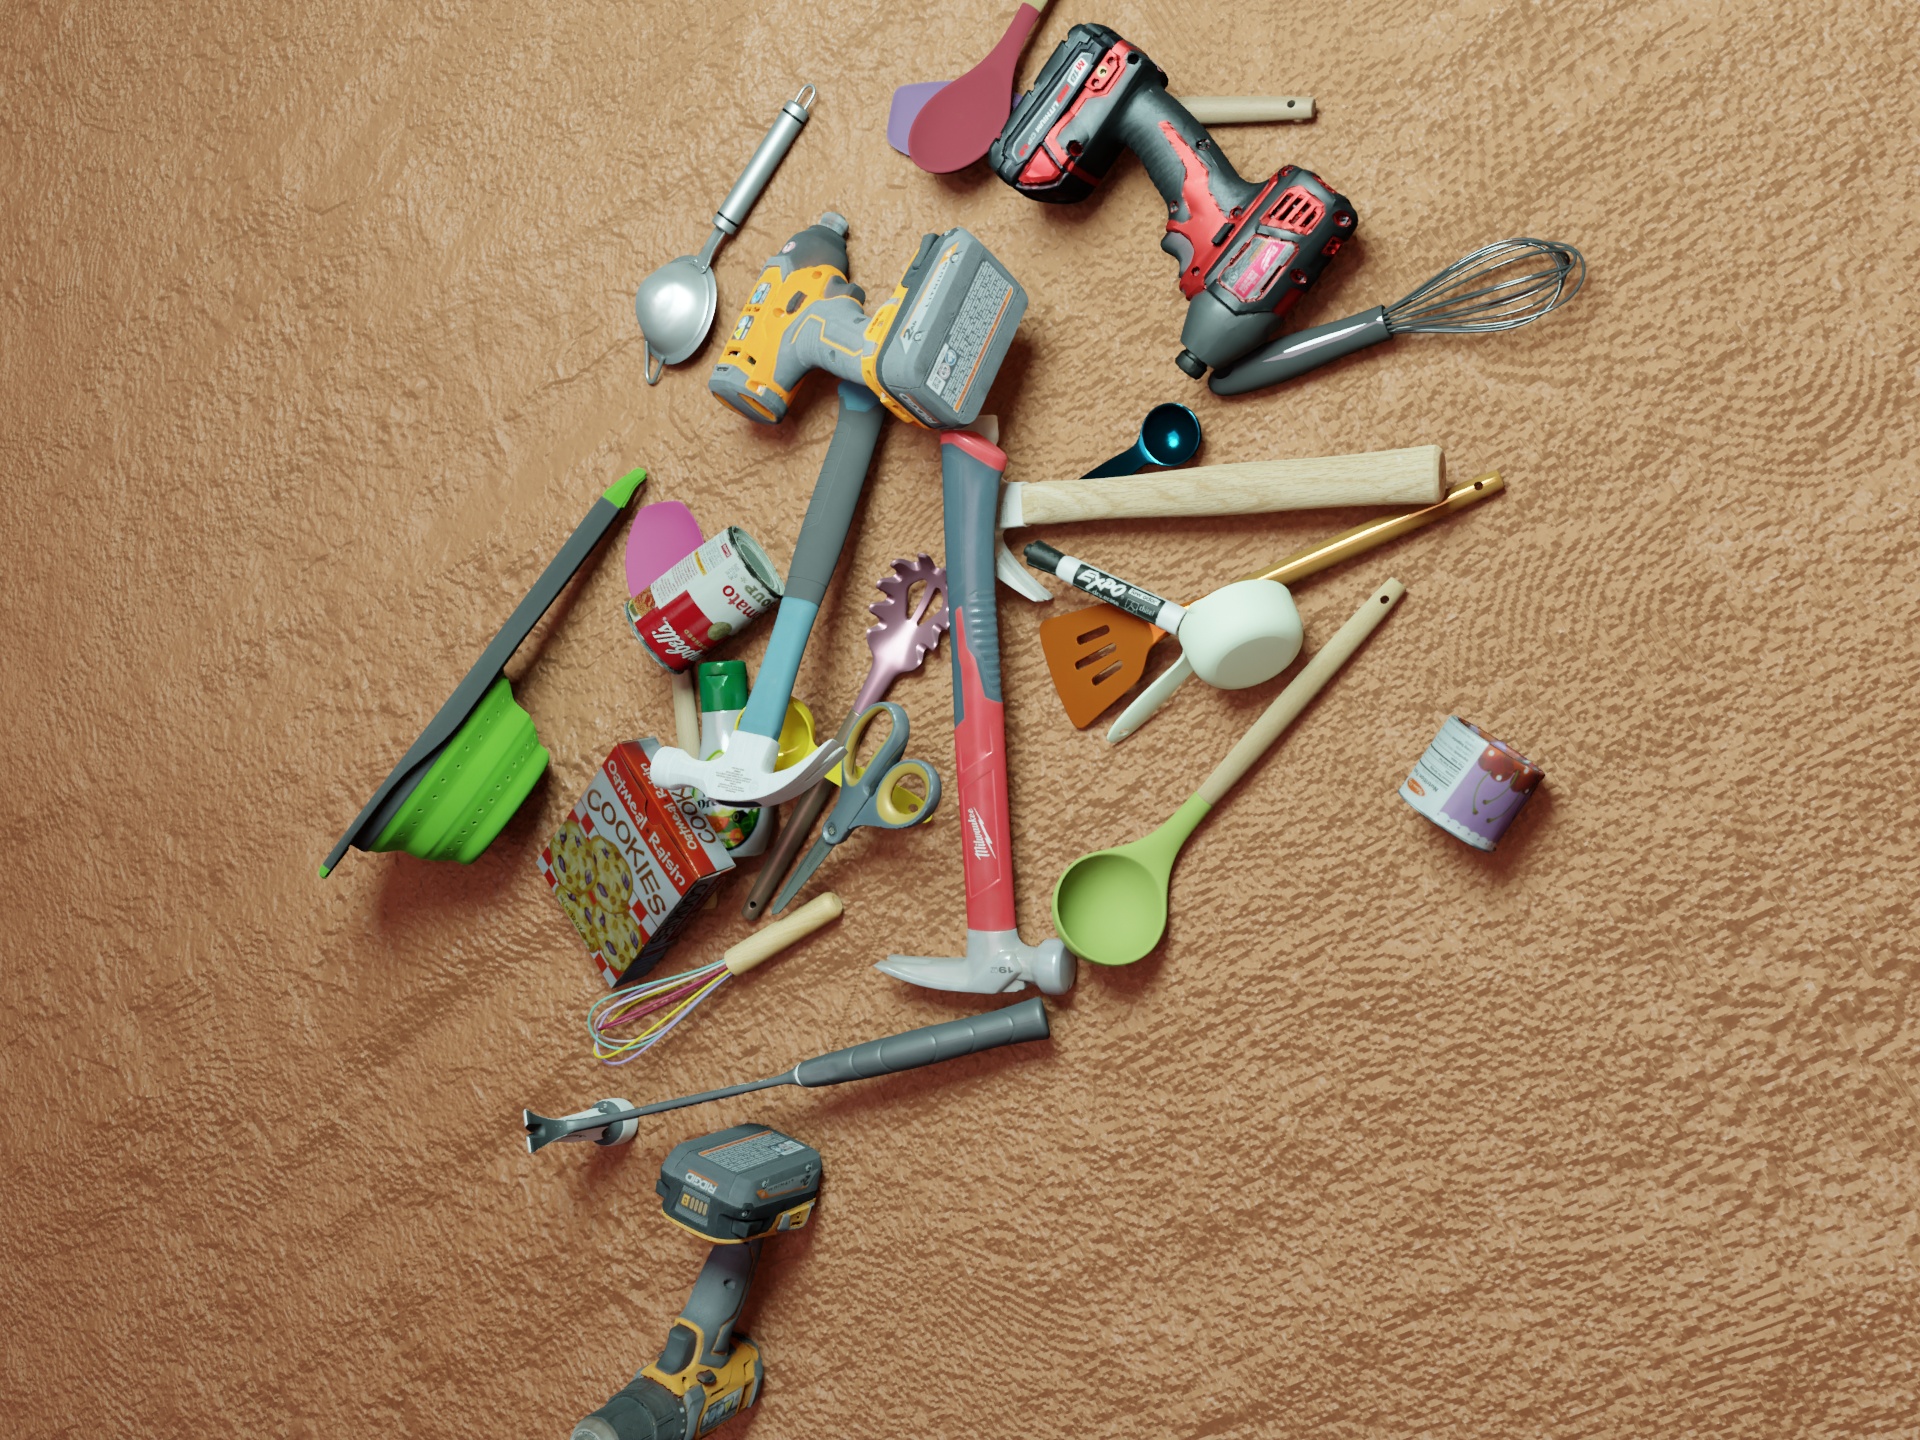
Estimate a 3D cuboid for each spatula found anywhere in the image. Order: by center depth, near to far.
[{"bbox_3d":[0.197,-0.089,1.041,0.322,0.041,0.081,-23,80,19],"label":"spatula"},{"bbox_3d":[0.087,-0.415,1.092,0.316,0.018,0.060,9,90,26],"label":"spatula"}]

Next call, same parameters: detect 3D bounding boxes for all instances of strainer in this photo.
[{"bbox_3d":[-0.186,-0.374,1.213,0.087,0.050,0.258,44,105,34],"label":"strainer"}]

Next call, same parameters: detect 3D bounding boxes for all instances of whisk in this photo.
[{"bbox_3d":[0.266,-0.246,0.996,0.239,0.055,0.055,-14,84,29],"label":"whisk"},{"bbox_3d":[-0.191,0.193,1.216,0.245,0.047,0.051,-32,89,18],"label":"whisk"}]

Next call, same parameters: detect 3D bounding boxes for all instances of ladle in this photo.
[{"bbox_3d":[0.176,0.034,1.033,0.078,0.062,0.320,41,104,3],"label":"ladle"},{"bbox_3d":[0.060,-0.513,1.091,0.069,0.031,0.315,34,98,25],"label":"ladle"}]

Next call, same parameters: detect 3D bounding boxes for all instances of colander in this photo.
[{"bbox_3d":[-0.343,-0.019,1.256,0.094,0.204,0.397,37,90,-14],"label":"colander"}]

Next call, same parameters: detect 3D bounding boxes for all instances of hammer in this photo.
[{"bbox_3d":[0.146,-0.146,1.040,0.331,0.031,0.130,0,99,28],"label":"hammer"},{"bbox_3d":[-0.002,-0.004,1.097,0.143,0.038,0.386,-1,97,24],"label":"hammer"},{"bbox_3d":[-0.110,-0.096,1.125,0.128,0.033,0.331,13,77,19],"label":"hammer"},{"bbox_3d":[-0.127,0.257,1.147,0.409,0.149,0.036,-17,75,17],"label":"hammer"}]

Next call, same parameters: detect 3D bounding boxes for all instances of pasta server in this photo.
[{"bbox_3d":[-0.088,0.018,1.167,0.060,0.040,0.316,32,105,8],"label":"pasta server"}]

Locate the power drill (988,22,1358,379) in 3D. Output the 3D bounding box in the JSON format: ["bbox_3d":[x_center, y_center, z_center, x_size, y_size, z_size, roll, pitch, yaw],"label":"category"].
[{"bbox_3d":[0.132,-0.332,1.027,0.220,0.078,0.143,44,113,14],"label":"power drill"}]

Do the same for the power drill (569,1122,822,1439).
[{"bbox_3d":[-0.192,0.419,1.138,0.084,0.185,0.226,17,94,26],"label":"power drill"}]

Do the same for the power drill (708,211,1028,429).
[{"bbox_3d":[-0.066,-0.284,1.104,0.227,0.084,0.164,14,76,43],"label":"power drill"}]

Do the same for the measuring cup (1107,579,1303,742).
[{"bbox_3d":[0.155,-0.024,1.035,0.167,0.083,0.038,-46,47,34],"label":"measuring cup"}]

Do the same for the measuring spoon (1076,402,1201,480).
[{"bbox_3d":[0.112,-0.172,1.086,0.128,0.021,0.042,-31,84,31],"label":"measuring spoon"}]

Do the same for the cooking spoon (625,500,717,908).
[{"bbox_3d":[-0.215,-0.013,1.237,0.069,0.017,0.319,-8,87,14],"label":"cooking spoon"}]

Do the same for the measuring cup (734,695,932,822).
[{"bbox_3d":[-0.089,0.031,1.150,0.156,0.029,0.062,28,107,-3],"label":"measuring cup"}]
